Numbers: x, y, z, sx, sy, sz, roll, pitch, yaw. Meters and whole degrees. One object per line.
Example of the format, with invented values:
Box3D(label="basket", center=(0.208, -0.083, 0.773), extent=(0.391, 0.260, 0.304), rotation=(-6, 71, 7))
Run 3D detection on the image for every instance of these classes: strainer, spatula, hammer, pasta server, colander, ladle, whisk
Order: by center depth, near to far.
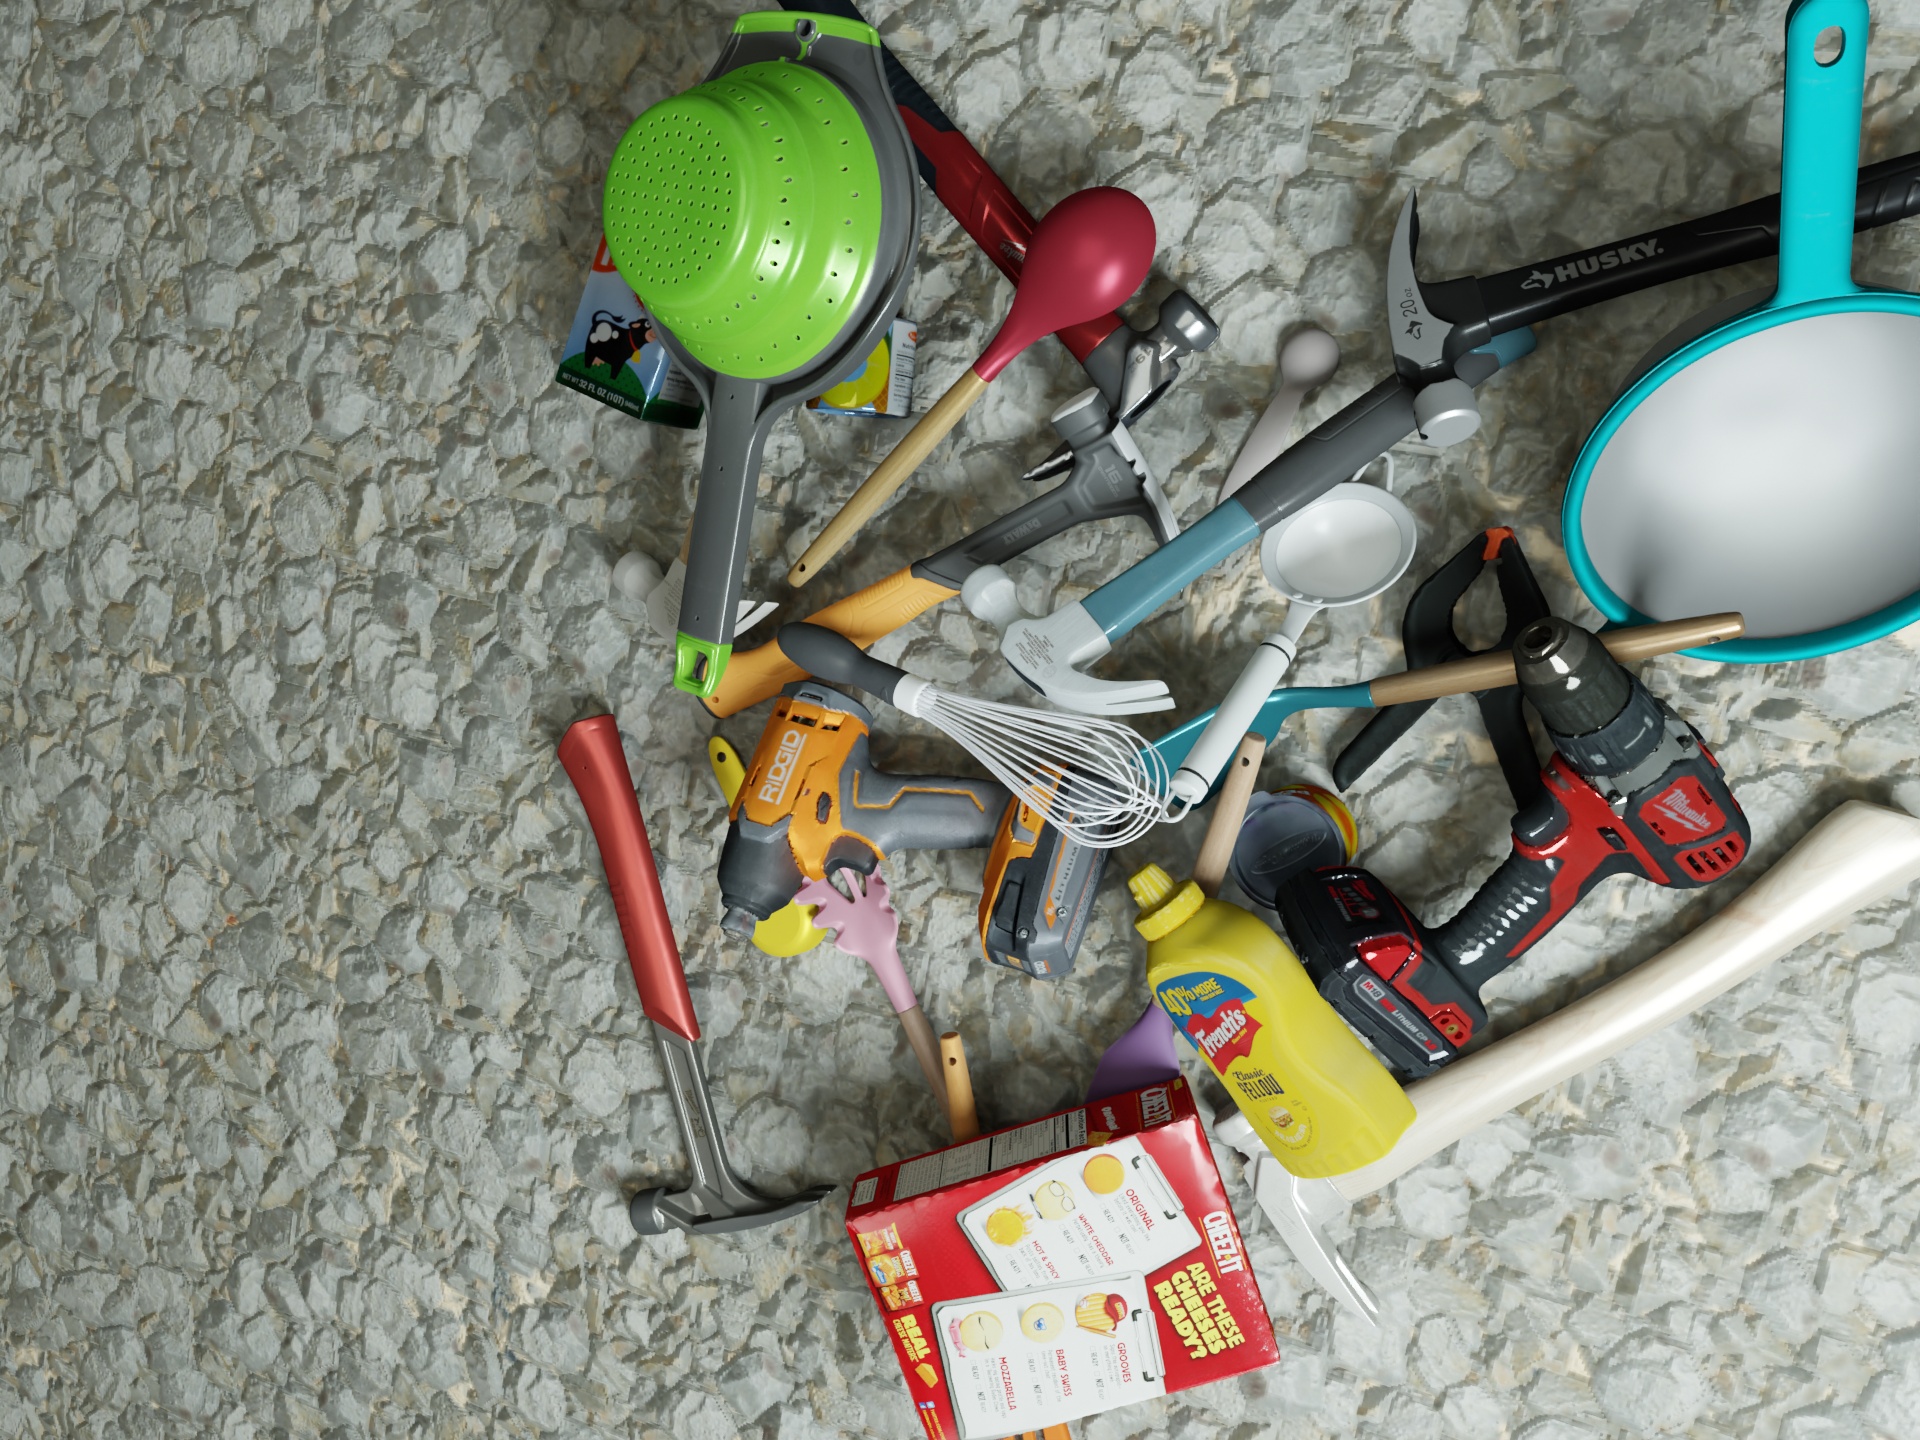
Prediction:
Box3D(label="strainer", center=(0.382, -0.181, 0.737), extent=(0.211, 0.095, 0.340), rotation=(-7, 131, 16))
Box3D(label="hammer", center=(0.383, -0.248, 0.806), extent=(0.335, 0.035, 0.146), rotation=(-14, 63, 14))
Box3D(label="spatula", center=(0.248, -0.009, 0.851), extent=(0.317, 0.082, 0.044), rotation=(-13, 58, 30))
Box3D(label="hammer", center=(0.165, -0.121, 0.866), extent=(0.331, 0.033, 0.128), rotation=(-36, 61, 1))
Box3D(label="strainer", center=(0.176, -0.043, 0.867), extent=(0.087, 0.050, 0.258), rotation=(20, 62, 34))
Box3D(label="hammer", center=(0.345, 0.182, 0.877), extent=(0.410, 0.038, 0.146), rotation=(-37, 83, 19))
Box3D(label="colander", center=(-0.145, -0.203, 0.901), extent=(0.205, 0.094, 0.397), rotation=(19, 106, 31))
Box3D(label="whisk", center=(-0.002, -0.003, 0.915), extent=(0.285, 0.070, 0.070), rotation=(25, 103, 31))
Box3D(label="spatula", center=(0.127, 0.145, 0.926), extent=(0.060, 0.018, 0.315), rotation=(22, 118, 17))
Box3D(label="ladle", center=(-0.005, -0.189, 0.947), extent=(0.315, 0.031, 0.069), rotation=(-44, 81, 25))
Box3D(label="hammer", center=(-0.018, -0.327, 0.968), extent=(0.143, 0.038, 0.386), rotation=(-42, 80, 20))
Box3D(label="hammer", center=(-0.128, -0.195, 0.975), extent=(0.130, 0.031, 0.331), rotation=(39, 118, 35))
Box3D(label="hammer", center=(-0.027, -0.073, 0.984), extent=(0.337, 0.034, 0.127), rotation=(-25, 108, 26))
Box3D(label="spatula", center=(0.019, 0.349, 0.996), extent=(0.081, 0.041, 0.322), rotation=(-8, 102, 8))
Box3D(label="pasta server", center=(-0.024, 0.211, 1.017), extent=(0.060, 0.040, 0.316), rotation=(-26, 86, 11))
Box3D(label="hammer", center=(-0.197, 0.170, 1.080), extent=(0.149, 0.036, 0.359), rotation=(-15, 90, 21))

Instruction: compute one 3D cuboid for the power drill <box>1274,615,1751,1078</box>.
Box3D(label="power drill", center=(0.276, 0.064, 0.821), extent=(0.226, 0.080, 0.187), rotation=(-39, 120, 15))

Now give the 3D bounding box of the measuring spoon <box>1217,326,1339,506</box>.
Box3D(label="measuring spoon", center=(0.179, -0.168, 0.918), extent=(0.034, 0.018, 0.124), rotation=(30, 105, 16))

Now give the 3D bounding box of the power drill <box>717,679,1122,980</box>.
Box3D(label="power drill", center=(-0.033, 0.079, 0.954), extent=(0.226, 0.084, 0.164), rotation=(16, 69, 15))

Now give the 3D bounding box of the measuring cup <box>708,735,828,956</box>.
Box3D(label="measuring cup", center=(-0.137, 0.083, 1.052), extent=(0.062, 0.029, 0.156), rotation=(-25, 87, 21))
